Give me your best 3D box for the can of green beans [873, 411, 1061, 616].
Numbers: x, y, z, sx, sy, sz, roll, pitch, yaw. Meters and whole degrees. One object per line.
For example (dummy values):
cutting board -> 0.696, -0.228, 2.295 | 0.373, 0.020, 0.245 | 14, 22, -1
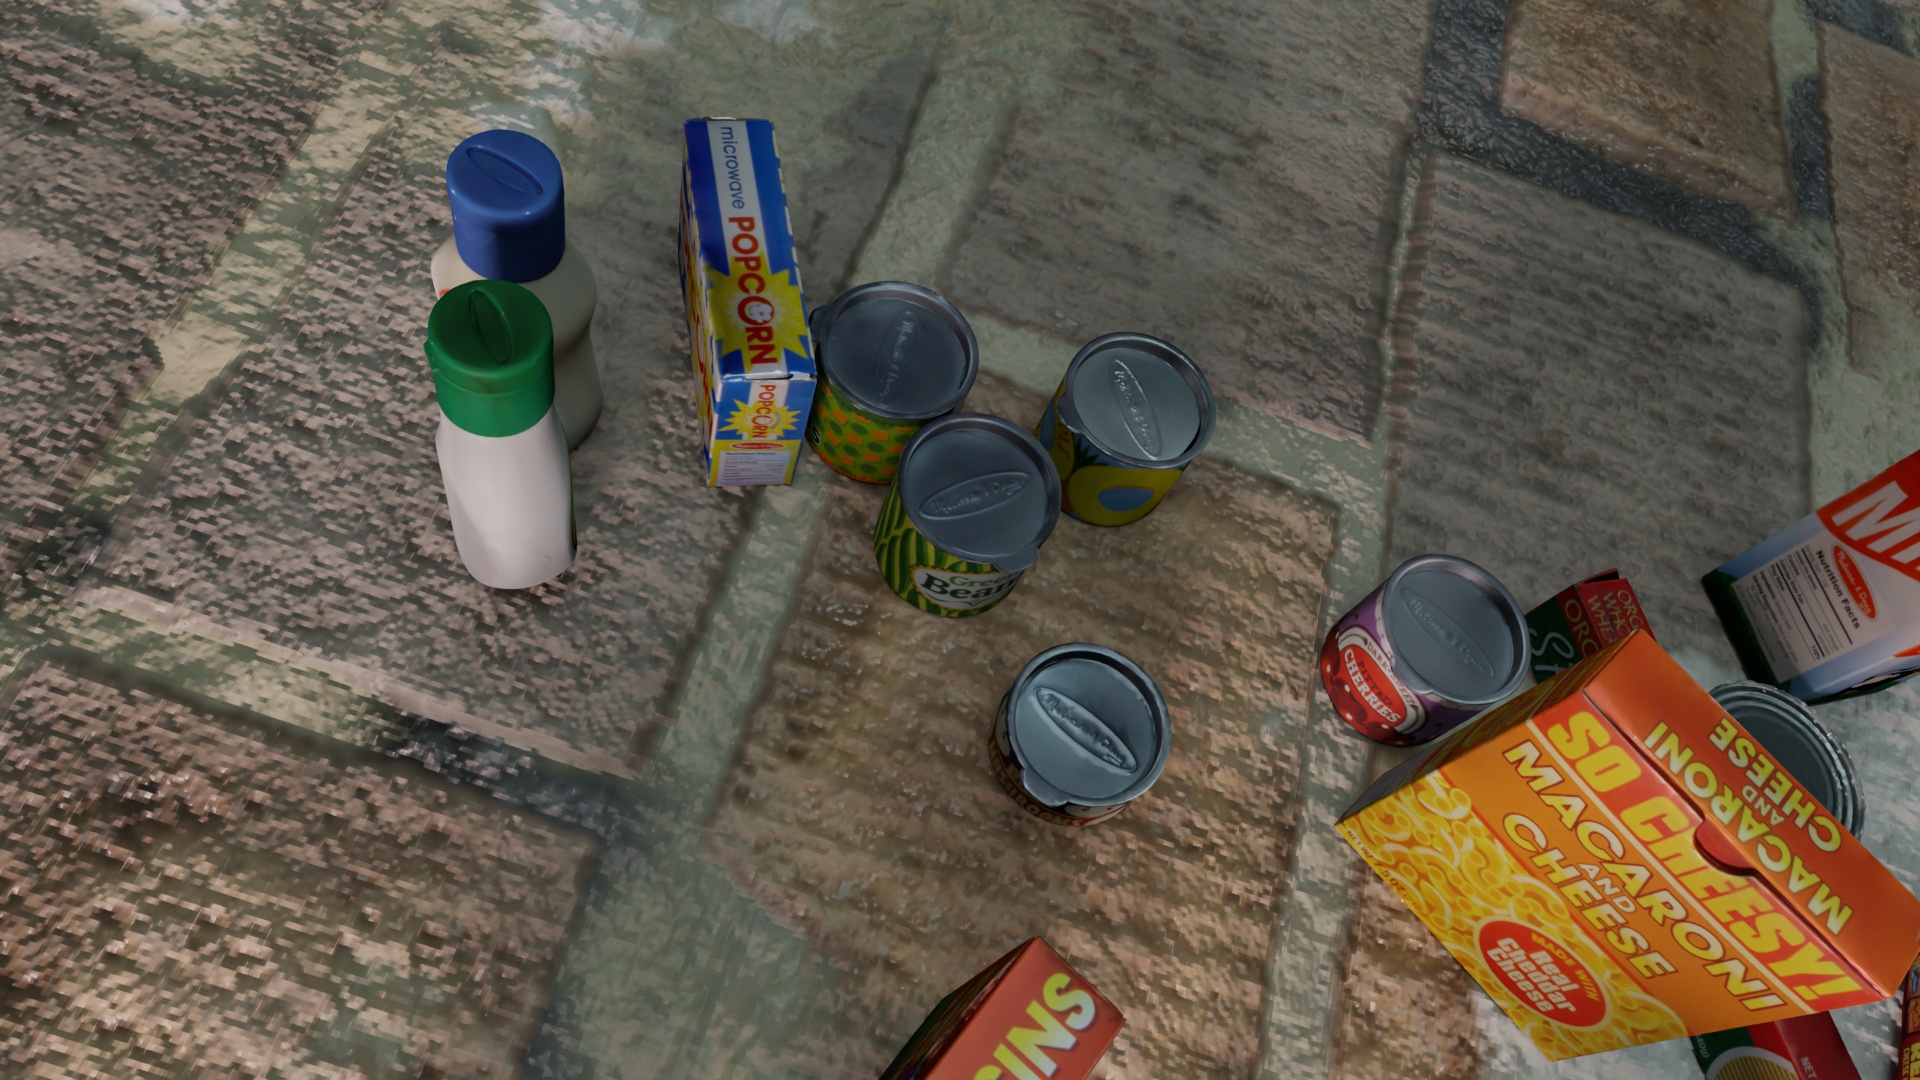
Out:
can of green beans -> 0.001, -0.009, 0.563 | 0.071, 0.057, 0.071 | 6, 63, -12

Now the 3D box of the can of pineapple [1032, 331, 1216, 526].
can of pineapple -> 0.067, -0.047, 0.599 | 0.071, 0.057, 0.071 | 6, 63, -12

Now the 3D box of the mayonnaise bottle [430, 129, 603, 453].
mayonnaise bottle -> -0.163, -0.087, 0.507 | 0.065, 0.147, 0.041 | 32, 61, 2

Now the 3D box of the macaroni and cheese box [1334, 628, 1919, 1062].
macaroni and cheese box -> 0.224, 0.117, 0.494 | 0.040, 0.165, 0.124 | -36, 78, -27

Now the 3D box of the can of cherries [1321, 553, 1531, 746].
can of cherries -> 0.191, 0.048, 0.582 | 0.071, 0.058, 0.072 | 6, 63, -12

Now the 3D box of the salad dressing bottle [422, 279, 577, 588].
salad dressing bottle -> -0.158, -0.033, 0.482 | 0.044, 0.147, 0.064 | -18, 70, -22

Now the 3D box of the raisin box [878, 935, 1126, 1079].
raisin box -> -0.004, 0.176, 0.430 | 0.040, 0.122, 0.086 | 41, 62, 7

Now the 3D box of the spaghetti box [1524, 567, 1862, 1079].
spaghetti box -> 0.299, 0.134, 0.571 | 0.029, 0.050, 0.251 | -7, 66, -18

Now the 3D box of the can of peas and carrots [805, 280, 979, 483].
can of peas and carrots -> -0.033, -0.065, 0.582 | 0.071, 0.058, 0.071 | 6, 63, -12

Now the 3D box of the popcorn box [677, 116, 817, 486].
popcorn box -> -0.090, -0.096, 0.567 | 0.038, 0.084, 0.127 | -4, 65, -16

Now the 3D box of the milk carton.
milk carton -> 0.421, 0.005, 0.588 | 0.072, 0.189, 0.073 | -7, 66, -17

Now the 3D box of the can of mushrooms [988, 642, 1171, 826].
can of mushrooms -> 0.045, 0.078, 0.543 | 0.071, 0.033, 0.071 | 6, 63, -12
